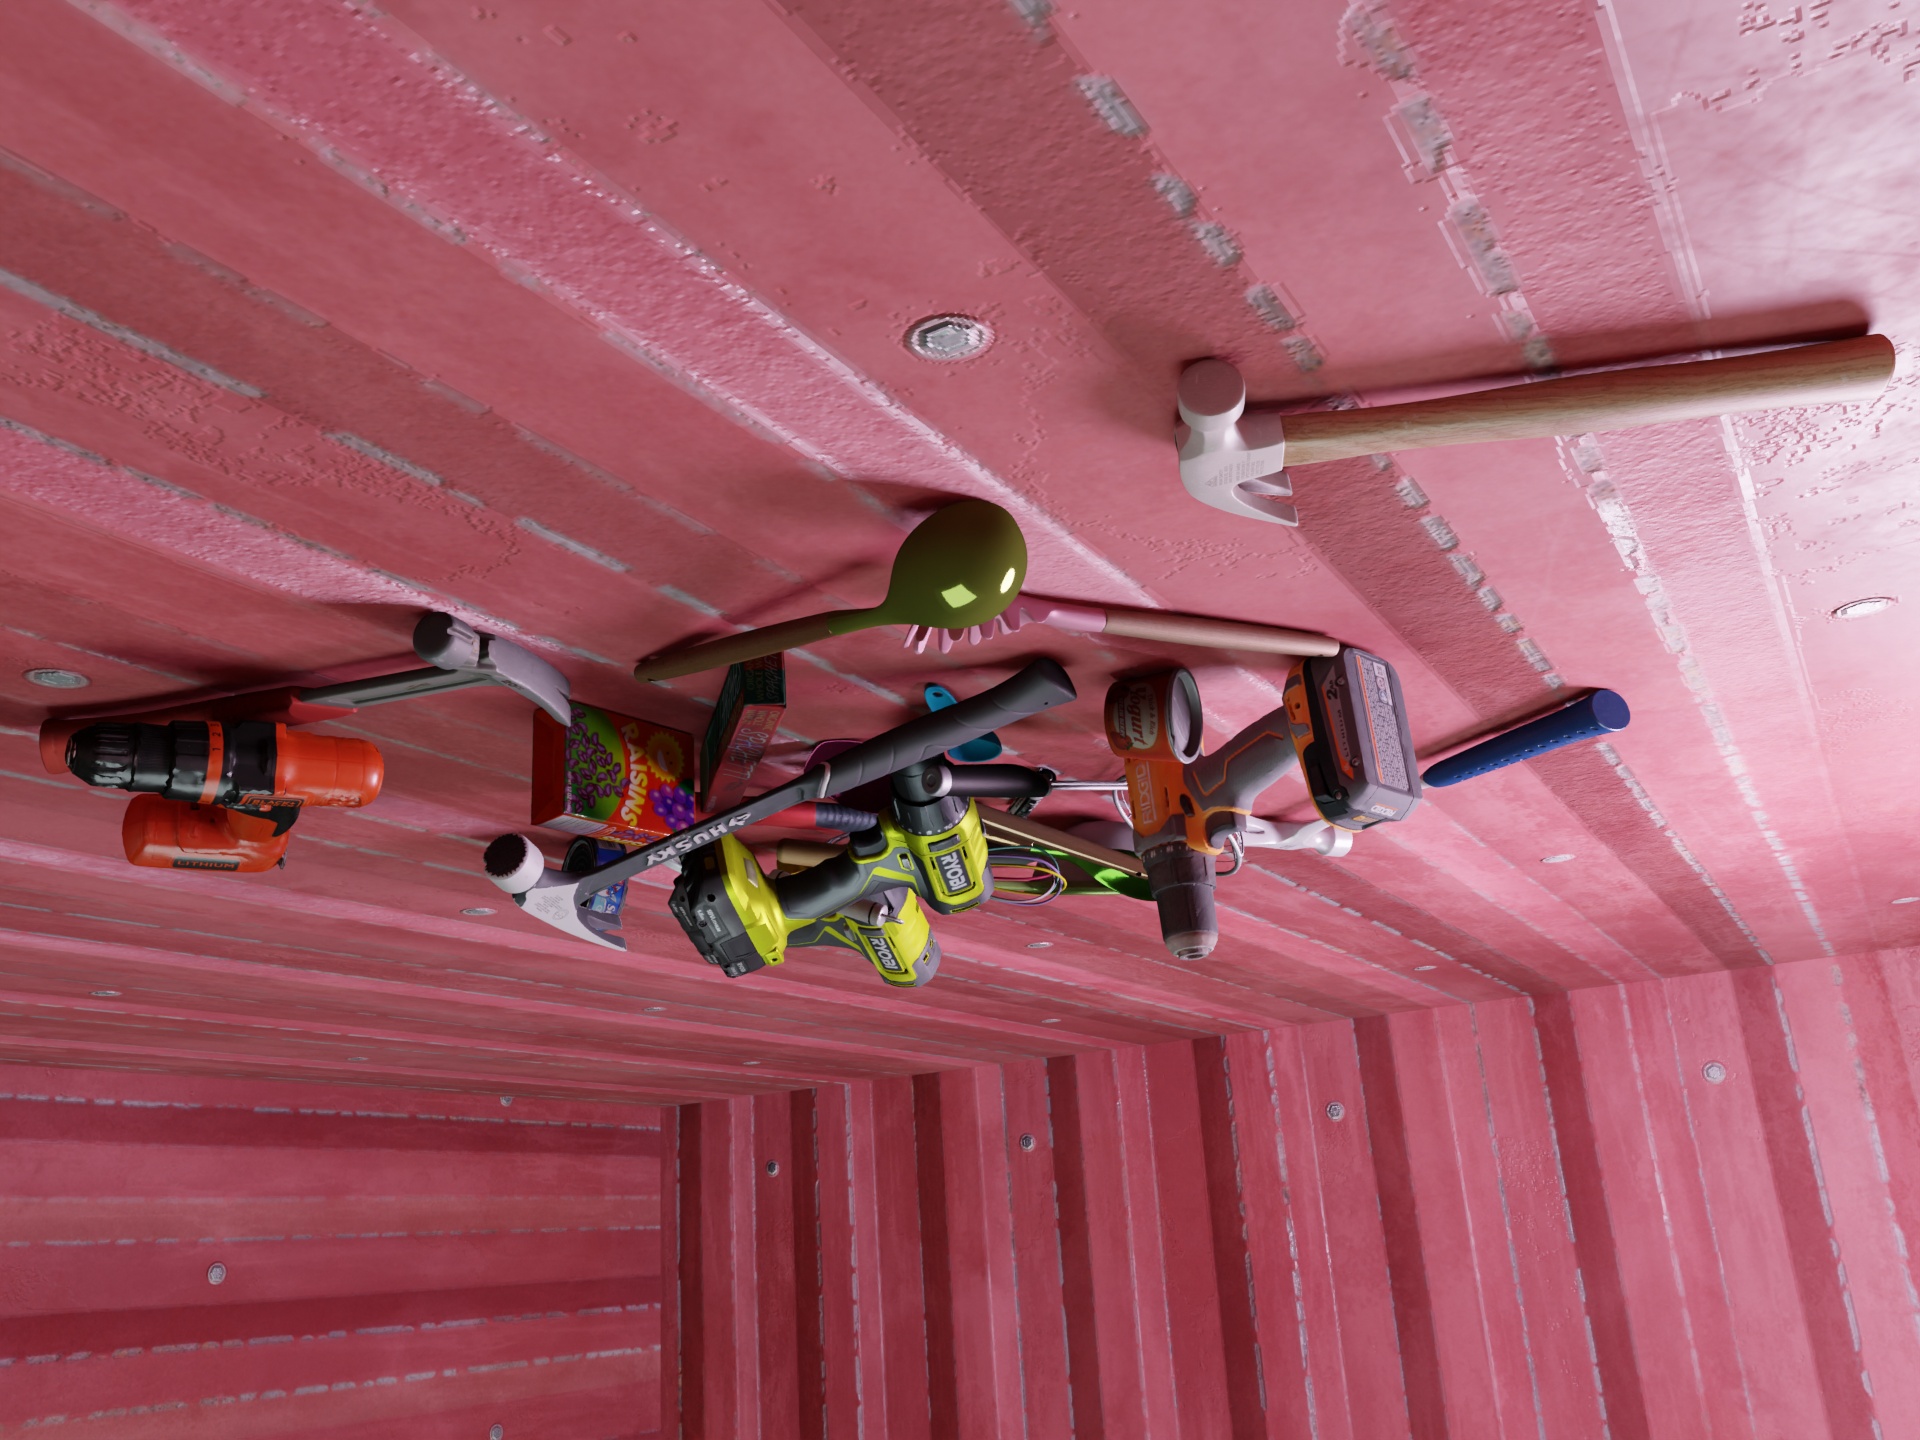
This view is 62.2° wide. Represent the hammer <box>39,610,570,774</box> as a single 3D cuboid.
[{"bbox_3d":[-0.445,-0.005,1.049,0.359,0.037,0.149,-9,161,15],"label":"hammer"}]

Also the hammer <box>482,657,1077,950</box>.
[{"bbox_3d":[-0.111,0.053,1.101,0.409,0.036,0.149,-23,145,3],"label":"hammer"}]

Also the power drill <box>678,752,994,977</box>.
[{"bbox_3d":[-0.095,0.101,1.223,0.228,0.080,0.190,-18,139,-1],"label":"power drill"}]

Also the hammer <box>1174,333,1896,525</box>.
[{"bbox_3d":[0.270,-0.148,0.769,0.331,0.031,0.130,-6,161,6],"label":"hammer"}]

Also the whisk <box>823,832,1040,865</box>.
[{"bbox_3d":[-0.026,0.129,1.519,0.239,0.055,0.055,0,161,-25],"label":"whisk"}]

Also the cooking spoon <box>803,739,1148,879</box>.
[{"bbox_3d":[0.022,0.078,1.296,0.318,0.017,0.068,20,126,-21],"label":"cooking spoon"}]

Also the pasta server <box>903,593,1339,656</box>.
[{"bbox_3d":[0.112,-0.053,1.010,0.316,0.040,0.060,4,172,-26],"label":"pasta server"}]

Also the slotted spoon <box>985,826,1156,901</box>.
[{"bbox_3d":[0.037,0.097,1.358,0.313,0.031,0.070,18,152,-16],"label":"slotted spoon"}]

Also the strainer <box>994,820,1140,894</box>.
[{"bbox_3d":[0.085,0.127,1.477,0.256,0.069,0.151,3,174,-23],"label":"strainer"}]

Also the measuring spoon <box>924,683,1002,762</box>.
[{"bbox_3d":[-0.002,-0.004,1.179,0.042,0.021,0.128,-8,152,15],"label":"measuring spoon"}]

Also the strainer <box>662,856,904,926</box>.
[{"bbox_3d":[-0.163,0.133,1.355,0.258,0.050,0.086,16,156,20],"label":"strainer"}]

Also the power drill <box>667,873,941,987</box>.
[{"bbox_3d":[-0.143,0.168,1.450,0.223,0.080,0.171,1,138,23],"label":"power drill"}]

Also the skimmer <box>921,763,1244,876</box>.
[{"bbox_3d":[0.097,0.081,1.262,0.127,0.090,0.363,17,-172,42],"label":"skimmer"}]

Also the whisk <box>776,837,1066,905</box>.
[{"bbox_3d":[-0.032,0.120,1.334,0.245,0.051,0.047,7,177,0],"label":"whisk"}]

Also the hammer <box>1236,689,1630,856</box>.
[{"bbox_3d":[0.401,0.054,1.386,0.144,0.035,0.405,6,159,-27],"label":"hammer"}]

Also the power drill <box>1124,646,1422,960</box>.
[{"bbox_3d":[0.216,0.063,1.151,0.084,0.185,0.226,15,151,-40],"label":"power drill"}]

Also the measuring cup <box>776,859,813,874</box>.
[{"bbox_3d":[-0.103,0.127,1.541,0.156,0.029,0.062,-11,165,-17],"label":"measuring cup"}]

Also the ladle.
[{"bbox_3d":[-0.092,-0.065,0.950,0.320,0.062,0.078,-11,158,41],"label":"ladle"}]

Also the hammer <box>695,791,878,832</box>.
[{"bbox_3d":[-0.147,0.081,1.351,0.386,0.038,0.143,8,166,-34],"label":"hammer"}]

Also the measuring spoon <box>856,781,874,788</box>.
[{"bbox_3d":[-0.048,0.047,1.319,0.124,0.018,0.034,4,-174,-40],"label":"measuring spoon"}]
